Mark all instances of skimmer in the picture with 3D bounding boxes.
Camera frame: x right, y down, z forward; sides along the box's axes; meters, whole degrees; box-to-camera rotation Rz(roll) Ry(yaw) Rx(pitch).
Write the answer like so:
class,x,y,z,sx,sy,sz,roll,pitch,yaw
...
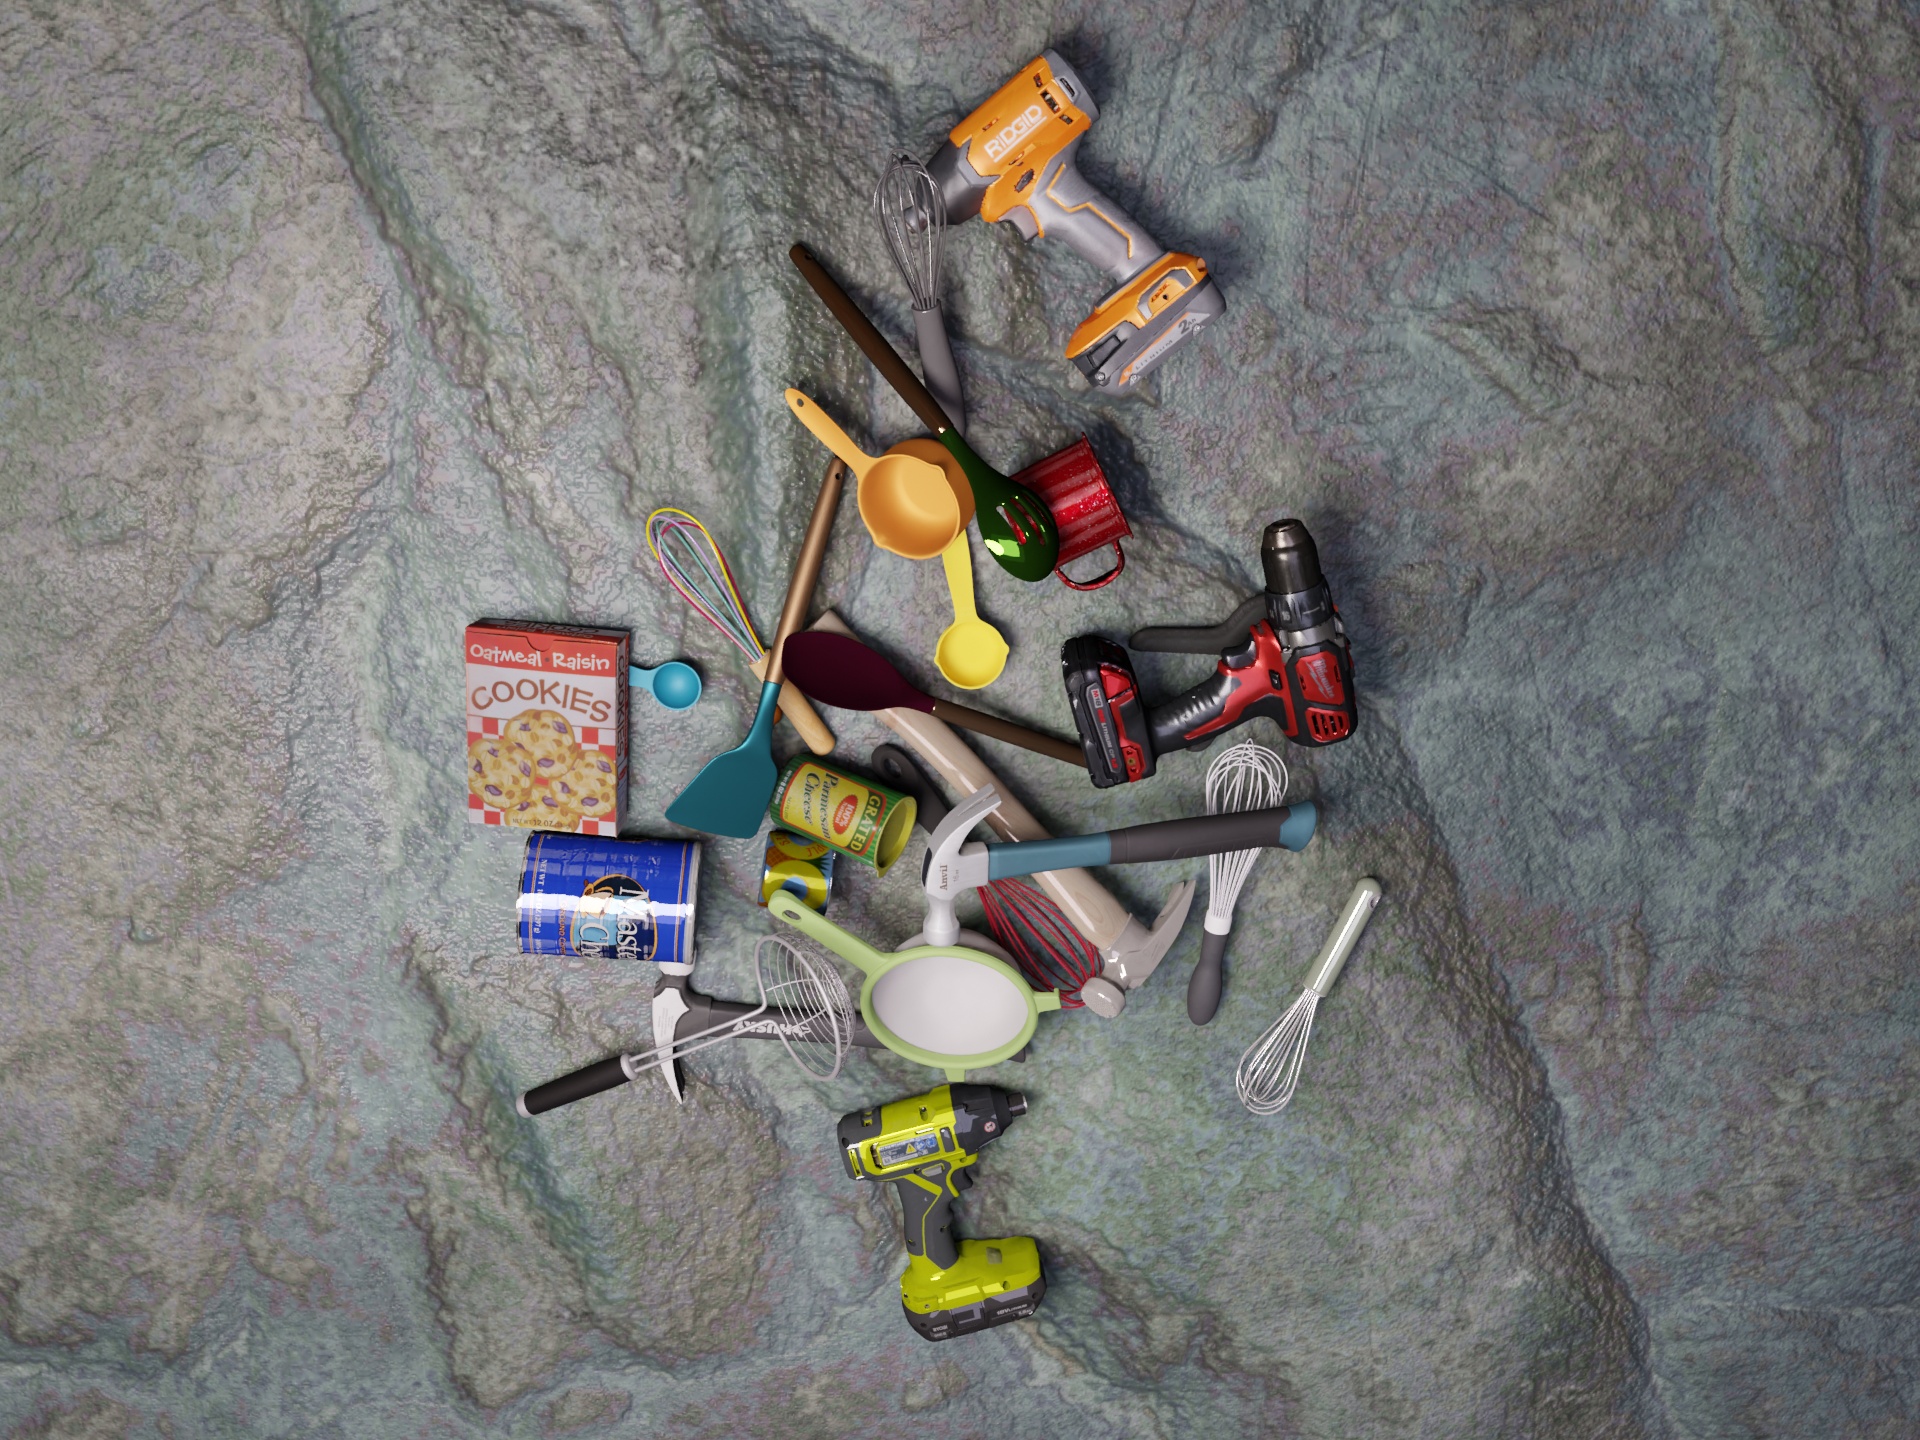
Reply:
class,x,y,z,sx,sy,sz,roll,pitch,yaw
skimmer,-0.243,0.279,1.328,0.363,0.090,0.127,-23,89,20

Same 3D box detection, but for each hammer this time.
class,x,y,z,sx,sy,sz,roll,pitch,yaw
hammer,0.029,0.058,1.330,0.410,0.038,0.146,46,61,-10
hammer,0.131,0.102,1.283,0.331,0.033,0.128,-6,115,-13
hammer,-0.106,0.279,1.414,0.334,0.035,0.146,6,108,-8

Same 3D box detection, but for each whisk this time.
class,x,y,z,sx,sy,sz,roll,pitch,yaw
whisk,0.317,0.250,1.441,0.057,0.059,0.246,12,108,-48
whisk,0.231,0.148,1.388,0.070,0.070,0.284,3,114,-7
whisk,-0.022,-0.307,1.180,0.055,0.055,0.238,-13,131,-1
whisk,-0.172,-0.069,1.283,0.047,0.051,0.244,-34,112,1
whisk,0.022,0.134,1.365,0.073,0.073,0.295,-38,102,8

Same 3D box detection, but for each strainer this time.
class,x,y,z,sx,sy,sz,roll,pitch,yaw
strainer,-0.049,0.197,1.342,0.256,0.069,0.151,34,125,-17

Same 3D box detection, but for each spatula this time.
class,x,y,z,sx,sy,sz,roll,pitch,yaw
spatula,-0.148,-0.057,1.267,0.082,0.044,0.317,17,91,-31

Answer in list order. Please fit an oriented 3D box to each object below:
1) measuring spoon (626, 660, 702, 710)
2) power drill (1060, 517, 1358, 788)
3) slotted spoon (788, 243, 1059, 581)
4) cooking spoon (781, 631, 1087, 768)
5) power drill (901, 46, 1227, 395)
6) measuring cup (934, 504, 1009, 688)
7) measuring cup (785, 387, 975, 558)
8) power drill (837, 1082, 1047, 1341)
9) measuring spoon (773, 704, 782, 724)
class,x,y,z,sx,sy,sz,roll,pitch,yaw
measuring spoon,-0.272,-0.041,1.300,0.128,0.021,0.042,14,110,0
power drill,0.196,-0.050,1.271,0.226,0.080,0.187,-14,113,7
slotted spoon,-0.028,-0.235,1.189,0.070,0.031,0.314,-36,85,-35
cooking spoon,-0.002,-0.004,1.299,0.318,0.069,0.017,19,143,-24
power drill,0.074,-0.356,1.187,0.164,0.084,0.226,-37,105,10
measuring cup,0.000,-0.104,1.300,0.062,0.029,0.156,-10,98,-4
measuring cup,-0.061,-0.204,1.238,0.173,0.052,0.095,43,130,-1
power drill,-0.003,0.444,1.461,0.171,0.080,0.223,-15,107,0
measuring spoon,-0.177,0.038,1.335,0.021,0.011,0.117,21,106,-12
